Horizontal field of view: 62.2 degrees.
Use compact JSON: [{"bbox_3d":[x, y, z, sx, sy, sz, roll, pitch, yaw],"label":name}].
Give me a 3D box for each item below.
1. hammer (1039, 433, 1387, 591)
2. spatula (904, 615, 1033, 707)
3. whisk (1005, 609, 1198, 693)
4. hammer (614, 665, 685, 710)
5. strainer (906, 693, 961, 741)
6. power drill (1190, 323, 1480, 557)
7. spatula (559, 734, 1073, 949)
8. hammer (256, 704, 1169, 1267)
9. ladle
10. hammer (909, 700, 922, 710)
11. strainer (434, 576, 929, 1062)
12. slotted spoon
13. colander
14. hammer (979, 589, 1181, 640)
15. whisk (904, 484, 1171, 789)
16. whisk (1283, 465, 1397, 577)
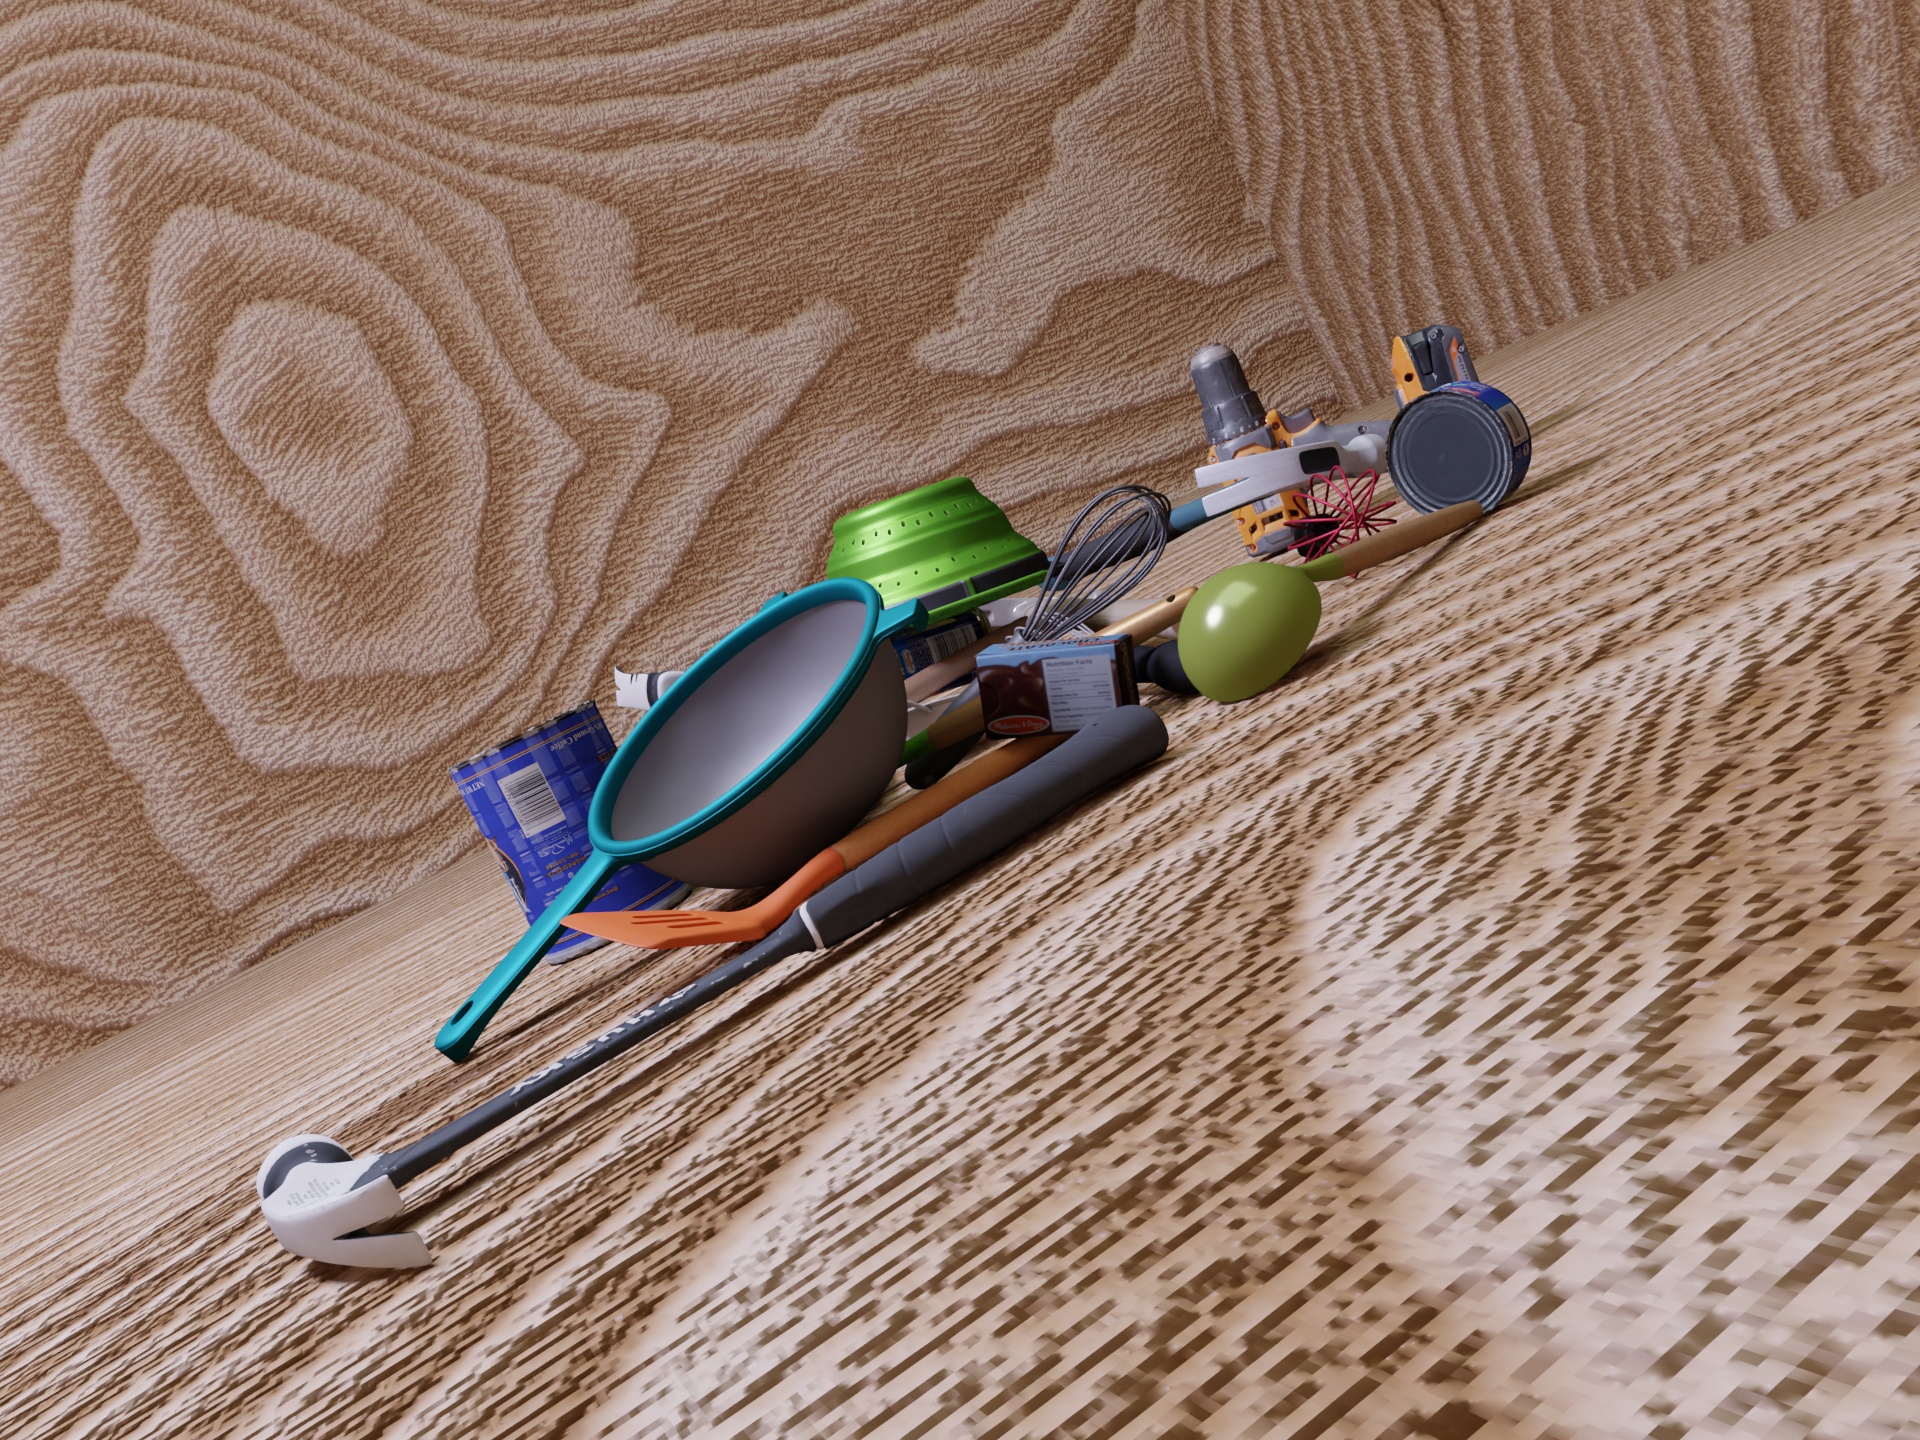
[{"bbox_3d":[0.162,-0.149,1.205,0.128,0.033,0.331,-13,-3,-32],"label":"hammer"},{"bbox_3d":[-0.061,-0.003,1.071,0.316,0.018,0.060,-31,11,-34],"label":"spatula"},{"bbox_3d":[0.087,-0.034,0.965,0.070,0.070,0.285,-27,10,-14],"label":"whisk"},{"bbox_3d":[-0.116,-0.042,1.325,0.336,0.034,0.127,-7,7,-31],"label":"hammer"},{"bbox_3d":[-0.002,-0.004,1.128,0.087,0.050,0.258,-21,1,15],"label":"strainer"},{"bbox_3d":[0.317,-0.262,1.348,0.226,0.185,0.084,-21,5,13],"label":"power drill"},{"bbox_3d":[-0.048,0.053,0.815,0.322,0.041,0.081,-29,22,-38],"label":"spatula"},{"bbox_3d":[-0.072,0.089,0.633,0.409,0.036,0.149,-29,8,-28],"label":"hammer"},{"bbox_3d":[0.223,-0.079,0.881,0.078,0.062,0.320,-19,2,44],"label":"ladle"},{"bbox_3d":[-0.068,0.021,1.198,0.143,0.038,0.386,-24,6,-3],"label":"hammer"},{"bbox_3d":[-0.142,0.070,0.884,0.340,0.095,0.211,-51,27,-16],"label":"strainer"},{"bbox_3d":[0.005,-0.002,0.928,0.314,0.031,0.070,-28,37,26],"label":"slotted spoon"},{"bbox_3d":[-0.054,-0.122,1.261,0.204,0.094,0.397,-21,6,-16],"label":"colander"},{"bbox_3d":[0.096,-0.078,1.198,0.146,0.038,0.411,-3,5,-11],"label":"hammer"},{"bbox_3d":[0.041,-0.046,0.949,0.239,0.055,0.055,-50,-2,19],"label":"whisk"},{"bbox_3d":[0.250,-0.130,1.089,0.073,0.073,0.296,-25,1,8],"label":"whisk"}]
